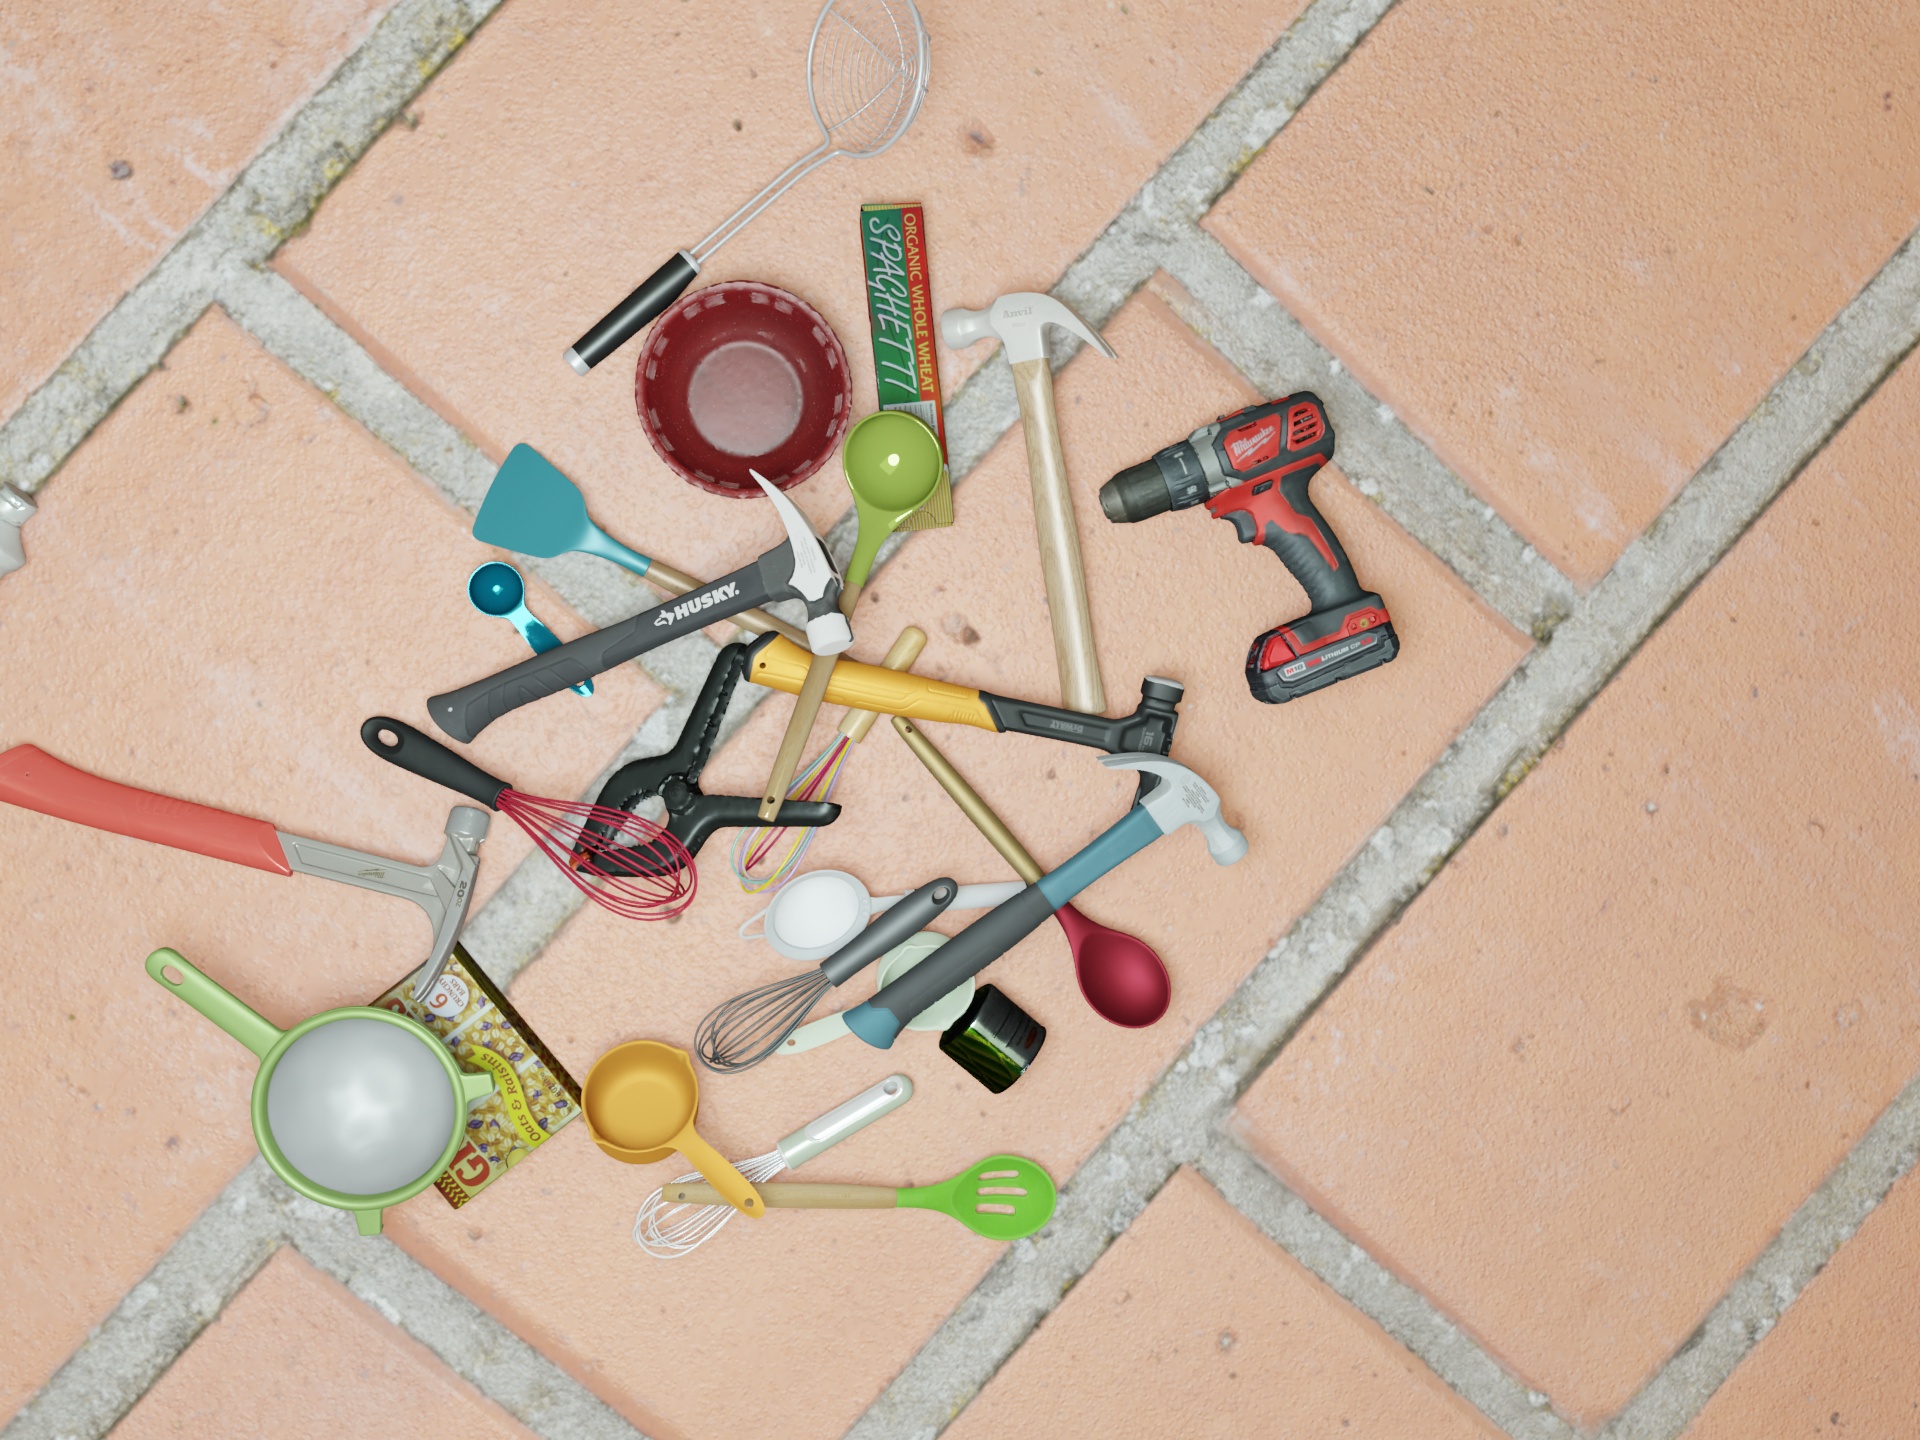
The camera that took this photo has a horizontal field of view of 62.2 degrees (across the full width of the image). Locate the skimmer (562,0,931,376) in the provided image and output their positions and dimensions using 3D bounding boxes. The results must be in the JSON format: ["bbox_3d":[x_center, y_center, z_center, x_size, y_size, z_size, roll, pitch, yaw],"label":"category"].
[{"bbox_3d":[-0.168,-0.399,1.182,0.363,0.090,0.127,-41,65,0],"label":"skimmer"}]

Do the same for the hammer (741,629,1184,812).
[{"bbox_3d":[-0.002,-0.004,1.220,0.336,0.034,0.127,12,99,-8],"label":"hammer"}]

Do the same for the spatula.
[{"bbox_3d":[-0.217,-0.108,1.229,0.317,0.044,0.082,27,90,-12],"label":"spatula"}]

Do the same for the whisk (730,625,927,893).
[{"bbox_3d":[-0.103,0.029,1.243,0.051,0.047,0.245,34,85,-6],"label":"whisk"}]

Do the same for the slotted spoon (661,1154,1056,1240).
[{"bbox_3d":[-0.076,0.371,1.246,0.313,0.031,0.070,6,92,-17],"label":"slotted spoon"}]

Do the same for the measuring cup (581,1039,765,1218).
[{"bbox_3d":[-0.213,0.322,1.210,0.174,0.052,0.095,40,61,14],"label":"measuring cup"}]

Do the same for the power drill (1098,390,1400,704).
[{"bbox_3d":[0.228,-0.128,1.252,0.188,0.080,0.226,-21,92,2],"label":"power drill"}]

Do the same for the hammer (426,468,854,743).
[{"bbox_3d":[-0.248,-0.065,1.177,0.335,0.035,0.146,-21,75,12],"label":"hammer"}]

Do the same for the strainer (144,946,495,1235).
[{"bbox_3d":[-0.472,0.242,1.157,0.256,0.069,0.151,38,92,-6],"label":"strainer"}]

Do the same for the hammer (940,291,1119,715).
[{"bbox_3d":[0.075,-0.165,1.237,0.130,0.031,0.331,-6,100,23],"label":"hammer"}]

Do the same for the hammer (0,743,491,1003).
[{"bbox_3d":[-0.544,0.096,1.180,0.359,0.036,0.149,15,70,-5],"label":"hammer"}]

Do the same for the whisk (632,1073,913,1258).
[{"bbox_3d":[-0.146,0.346,1.253,0.246,0.059,0.058,-29,52,-8],"label":"whisk"}]

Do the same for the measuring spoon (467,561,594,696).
[{"bbox_3d":[-0.327,-0.069,1.224,0.042,0.021,0.128,-40,106,-2],"label":"measuring spoon"}]

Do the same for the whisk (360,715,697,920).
[{"bbox_3d":[-0.324,0.066,1.179,0.296,0.073,0.073,26,90,12],"label":"whisk"}]

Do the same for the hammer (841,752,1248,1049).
[{"bbox_3d":[0.055,0.144,1.213,0.331,0.033,0.128,-36,105,-1],"label":"hammer"}]

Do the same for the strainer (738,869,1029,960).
[{"bbox_3d":[-0.047,0.143,1.254,0.258,0.050,0.086,-3,122,-12],"label":"strainer"}]

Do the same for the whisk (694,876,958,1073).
[{"bbox_3d":[-0.102,0.192,1.218,0.239,0.055,0.055,-35,97,-3],"label":"whisk"}]

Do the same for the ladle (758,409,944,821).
[{"bbox_3d":[-0.090,-0.079,1.165,0.078,0.062,0.320,17,78,8],"label":"ladle"}]

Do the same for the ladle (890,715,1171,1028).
[{"bbox_3d":[0.051,0.116,1.252,0.069,0.031,0.315,-42,93,-19],"label":"ladle"}]

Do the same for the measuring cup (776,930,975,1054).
[{"bbox_3d":[-0.070,0.220,1.255,0.167,0.038,0.083,-23,112,2],"label":"measuring cup"}]
